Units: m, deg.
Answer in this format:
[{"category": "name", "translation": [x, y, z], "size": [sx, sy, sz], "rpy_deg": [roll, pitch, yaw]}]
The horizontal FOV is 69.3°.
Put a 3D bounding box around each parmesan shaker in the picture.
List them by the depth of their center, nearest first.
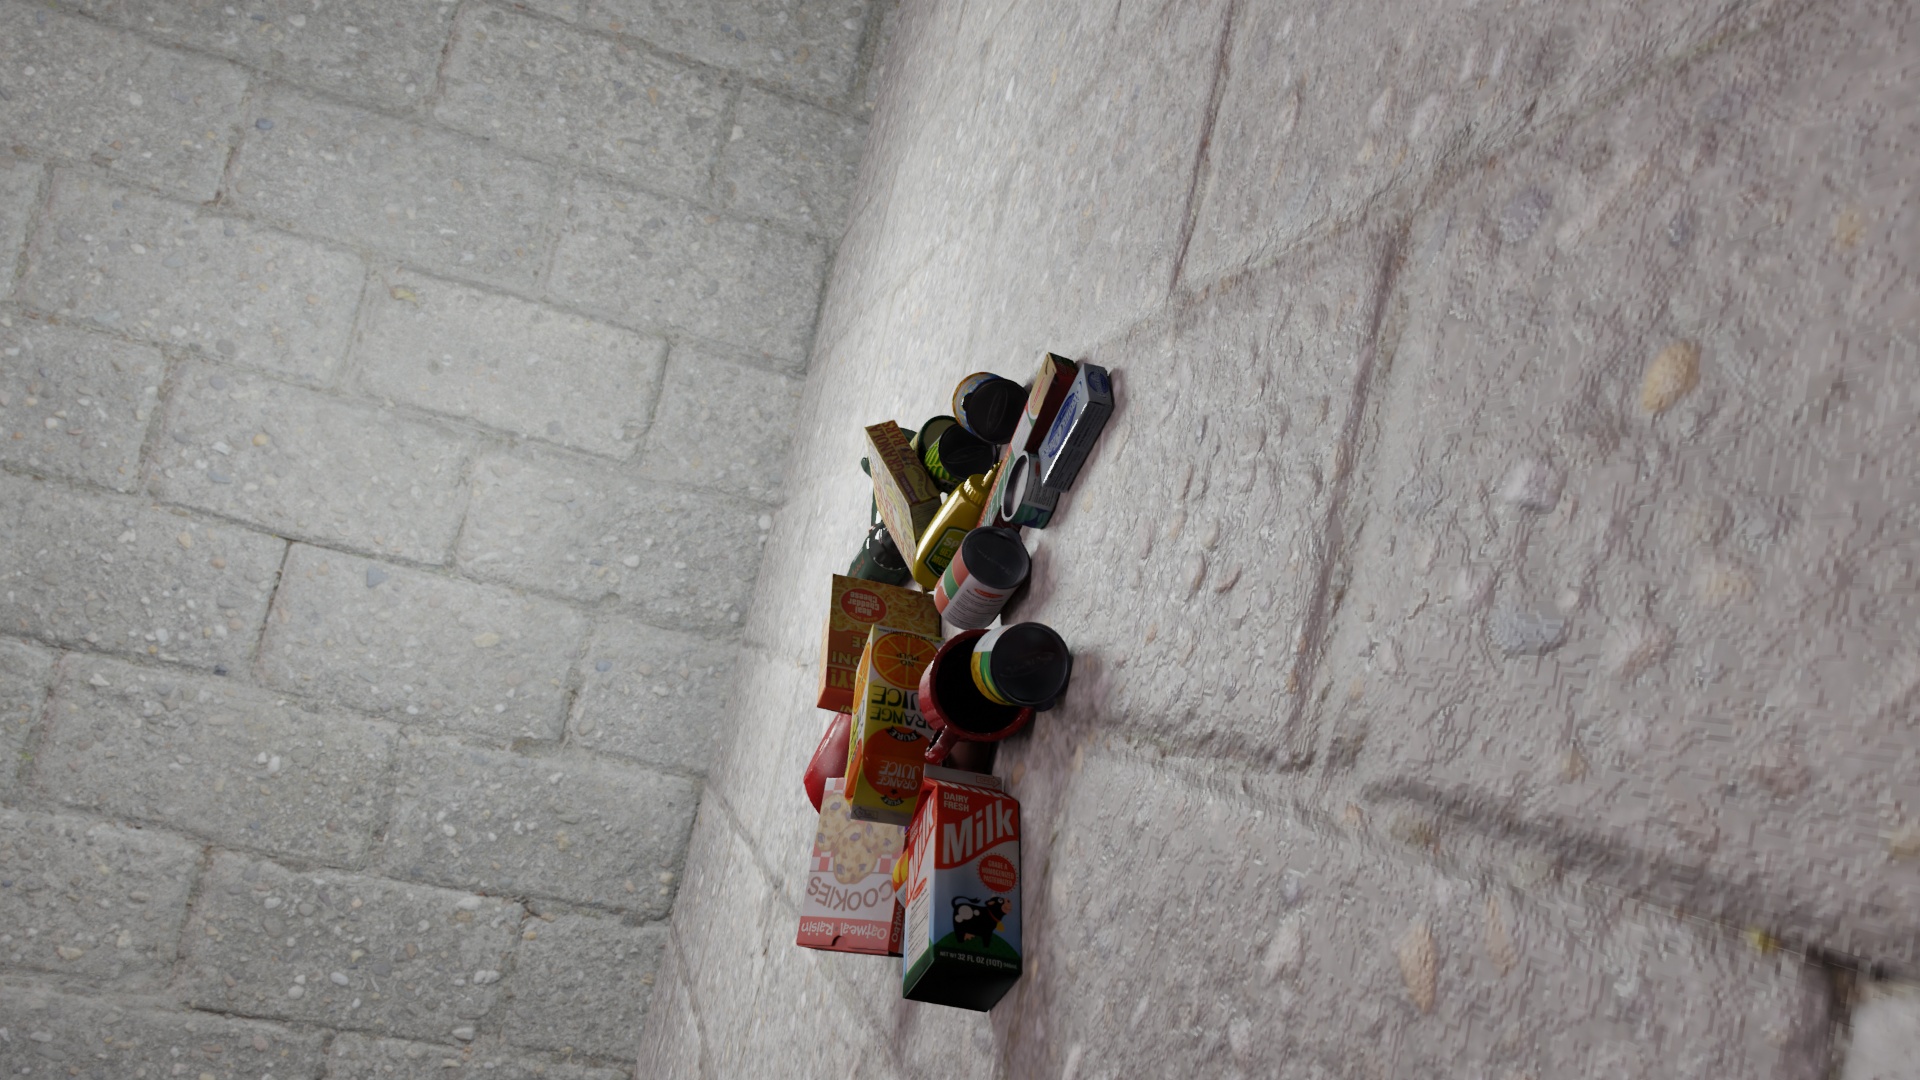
[{"category": "parmesan shaker", "translation": [-0.029, -0.097, 1.598], "size": [0.102, 0.071, 0.071], "rpy_deg": [133, 148, -62]}]

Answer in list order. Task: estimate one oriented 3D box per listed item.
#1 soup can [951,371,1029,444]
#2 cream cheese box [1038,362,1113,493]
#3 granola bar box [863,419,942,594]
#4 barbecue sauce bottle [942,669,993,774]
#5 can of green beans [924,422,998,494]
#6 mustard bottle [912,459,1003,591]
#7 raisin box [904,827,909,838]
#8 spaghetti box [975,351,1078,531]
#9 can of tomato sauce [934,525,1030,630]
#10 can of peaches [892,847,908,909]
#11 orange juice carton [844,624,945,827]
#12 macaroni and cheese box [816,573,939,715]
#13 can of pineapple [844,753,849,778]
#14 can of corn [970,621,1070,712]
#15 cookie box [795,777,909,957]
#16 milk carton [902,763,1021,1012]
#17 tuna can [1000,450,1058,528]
[{"category": "soup can", "translation": [0.028, -0.136, 1.402], "size": [0.084, 0.071, 0.071], "rpy_deg": [-135, 61, -74]}, {"category": "cream cheese box", "translation": [0.098, -0.095, 1.189], "size": [0.054, 0.024, 0.103], "rpy_deg": [-93, 22, -46]}, {"category": "granola bar box", "translation": [-0.057, -0.039, 1.522], "size": [0.166, 0.039, 0.123], "rpy_deg": [-121, 19, -50]}, {"category": "barbecue sauce bottle", "translation": [0.006, 0.170, 1.234], "size": [0.064, 0.044, 0.149], "rpy_deg": [129, 151, -61]}, {"category": "can of green beans", "translation": [0.000, -0.086, 1.470], "size": [0.057, 0.071, 0.071], "rpy_deg": [141, 141, -68]}, {"category": "mustard bottle", "translation": [0.005, -0.017, 1.391], "size": [0.049, 0.065, 0.159], "rpy_deg": [-86, 20, -56]}, {"category": "raisin box", "translation": [-0.018, 0.209, 1.296], "size": [0.085, 0.040, 0.124], "rpy_deg": [125, 155, -52]}, {"category": "spaghetti box", "translation": [0.053, -0.056, 1.312], "size": [0.050, 0.029, 0.248], "rpy_deg": [-101, 29, -59]}, {"category": "can of tomato sauce", "translation": [0.019, 0.034, 1.276], "size": [0.082, 0.071, 0.071], "rpy_deg": [122, 158, -52]}, {"category": "can of peaches", "translation": [-0.017, 0.278, 1.174], "size": [0.057, 0.071, 0.071], "rpy_deg": [120, 159, -48]}, {"category": "orange juice carton", "translation": [-0.058, 0.174, 1.247], "size": [0.194, 0.072, 0.072], "rpy_deg": [-89, 15, -46]}, {"category": "macaroni and cheese box", "translation": [-0.085, 0.117, 1.476], "size": [0.167, 0.124, 0.040], "rpy_deg": [-92, 18, -48]}, {"category": "can of pineapple", "translation": [-0.092, 0.258, 1.471], "size": [0.071, 0.071, 0.058], "rpy_deg": [146, 135, -69]}, {"category": "can of corn", "translation": [0.048, 0.101, 1.103], "size": [0.058, 0.071, 0.071], "rpy_deg": [159, 124, -74]}, {"category": "cookie box", "translation": [-0.091, 0.316, 1.351], "size": [0.123, 0.040, 0.168], "rpy_deg": [-9, 62, 39]}, {"category": "milk carton", "translation": [0.001, 0.264, 1.100], "size": [0.073, 0.072, 0.191], "rpy_deg": [119, 159, -44]}, {"category": "tuna can", "translation": [0.063, -0.044, 1.253], "size": [0.071, 0.033, 0.071], "rpy_deg": [-164, 89, -76]}]
